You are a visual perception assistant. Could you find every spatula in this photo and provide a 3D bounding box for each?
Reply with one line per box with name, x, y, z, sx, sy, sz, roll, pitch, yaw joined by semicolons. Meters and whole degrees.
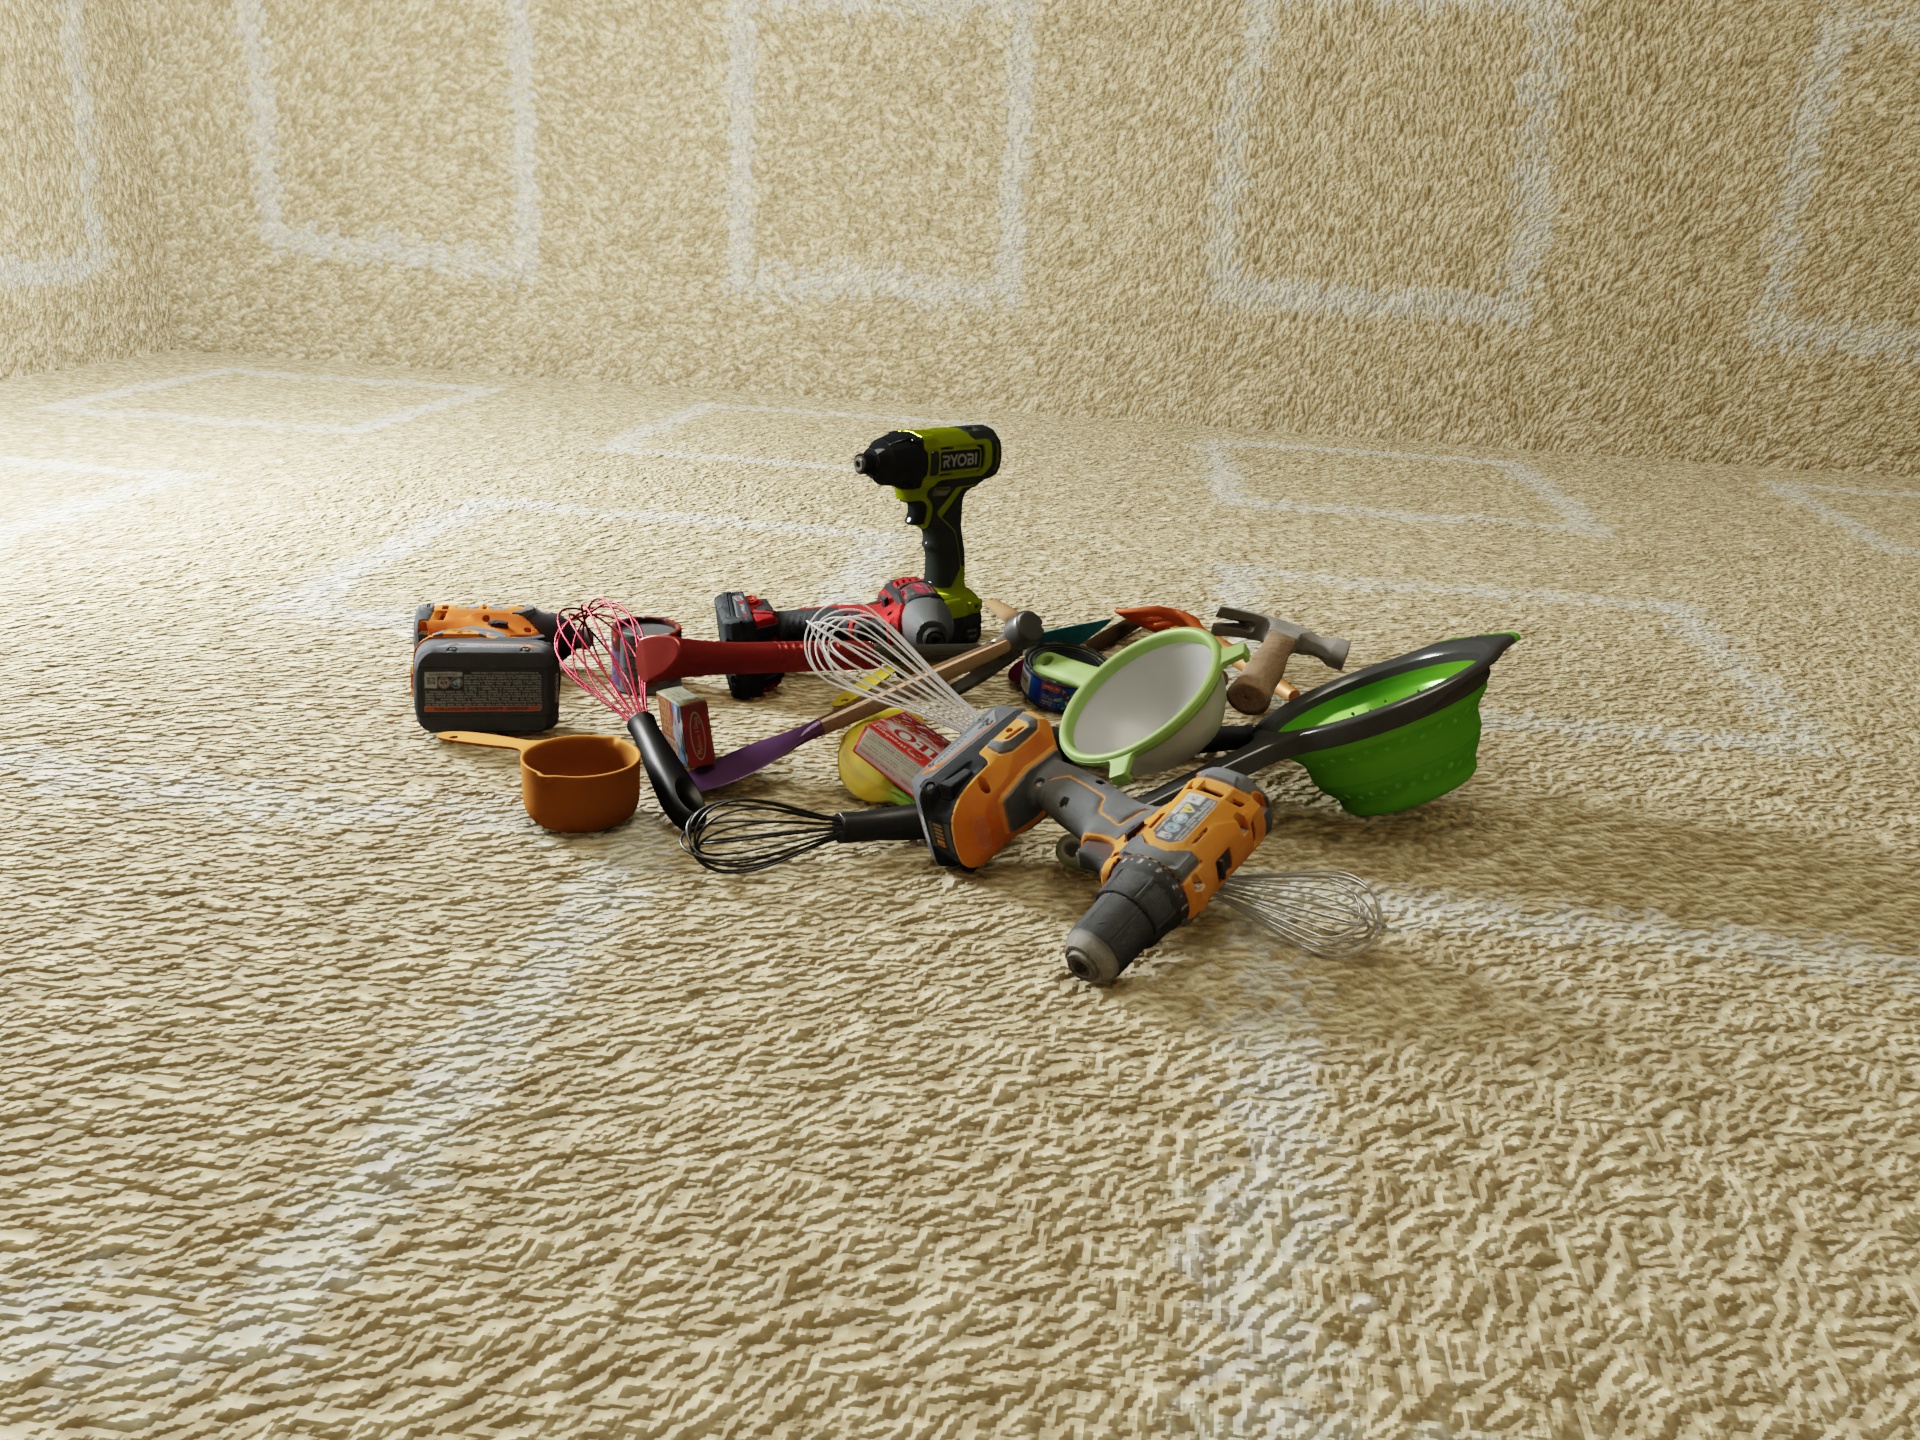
spatula;0.072;-0.107;1.664;0.082;0.044;0.318;-13;16;-11
spatula;-0.092;-0.004;1.308;0.316;0.018;0.060;-25;23;-22
spatula;0.250;-0.067;1.578;0.081;0.041;0.323;23;11;-24

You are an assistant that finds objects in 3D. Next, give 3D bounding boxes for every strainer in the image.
strainer;0.137;-0.011;1.325;0.151;0.069;0.256;-45;25;-10

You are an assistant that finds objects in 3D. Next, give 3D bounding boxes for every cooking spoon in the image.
cooking spoon;0.139;-0.078;1.664;0.069;0.017;0.319;11;21;27

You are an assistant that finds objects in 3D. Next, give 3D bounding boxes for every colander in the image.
colander;0.274;0.047;1.245;0.397;0.094;0.204;-24;6;-18

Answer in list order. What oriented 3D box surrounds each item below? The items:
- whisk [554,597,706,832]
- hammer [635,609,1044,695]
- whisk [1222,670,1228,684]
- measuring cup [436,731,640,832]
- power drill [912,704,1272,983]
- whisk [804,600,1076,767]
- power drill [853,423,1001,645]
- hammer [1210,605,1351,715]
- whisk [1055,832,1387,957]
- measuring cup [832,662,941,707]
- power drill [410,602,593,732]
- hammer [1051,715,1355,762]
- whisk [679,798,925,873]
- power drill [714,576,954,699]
whisk;-0.261;-0.010;1.271;0.073;0.073;0.296;-8;40;-28
hammer;-0.108;-0.052;1.360;0.359;0.037;0.149;-3;-17;-35
whisk;0.212;-0.038;1.464;0.047;0.051;0.245;-23;-5;19
measuring cup;-0.323;0.043;1.204;0.174;0.052;0.095;8;20;20
power drill;0.072;0.083;1.084;0.226;0.084;0.185;18;46;37
whisk;-0.002;-0.004;1.255;0.284;0.070;0.070;32;24;4
power drill;-0.041;-0.189;1.641;0.171;0.223;0.080;-14;25;-39
hammer;0.273;-0.053;1.422;0.130;0.031;0.331;20;17;12
whisk;0.174;0.114;1.101;0.246;0.058;0.059;12;-10;32
measuring cup;-0.067;-0.035;1.515;0.062;0.029;0.156;11;31;37
power drill;-0.410;-0.056;1.430;0.164;0.084;0.227;-1;16;-16
hammer;0.231;0.018;1.386;0.334;0.035;0.146;-3;20;-16
whisk;-0.088;0.078;1.158;0.239;0.055;0.055;-3;20;-29
power drill;-0.117;-0.084;1.513;0.219;0.078;0.143;-9;22;-11
